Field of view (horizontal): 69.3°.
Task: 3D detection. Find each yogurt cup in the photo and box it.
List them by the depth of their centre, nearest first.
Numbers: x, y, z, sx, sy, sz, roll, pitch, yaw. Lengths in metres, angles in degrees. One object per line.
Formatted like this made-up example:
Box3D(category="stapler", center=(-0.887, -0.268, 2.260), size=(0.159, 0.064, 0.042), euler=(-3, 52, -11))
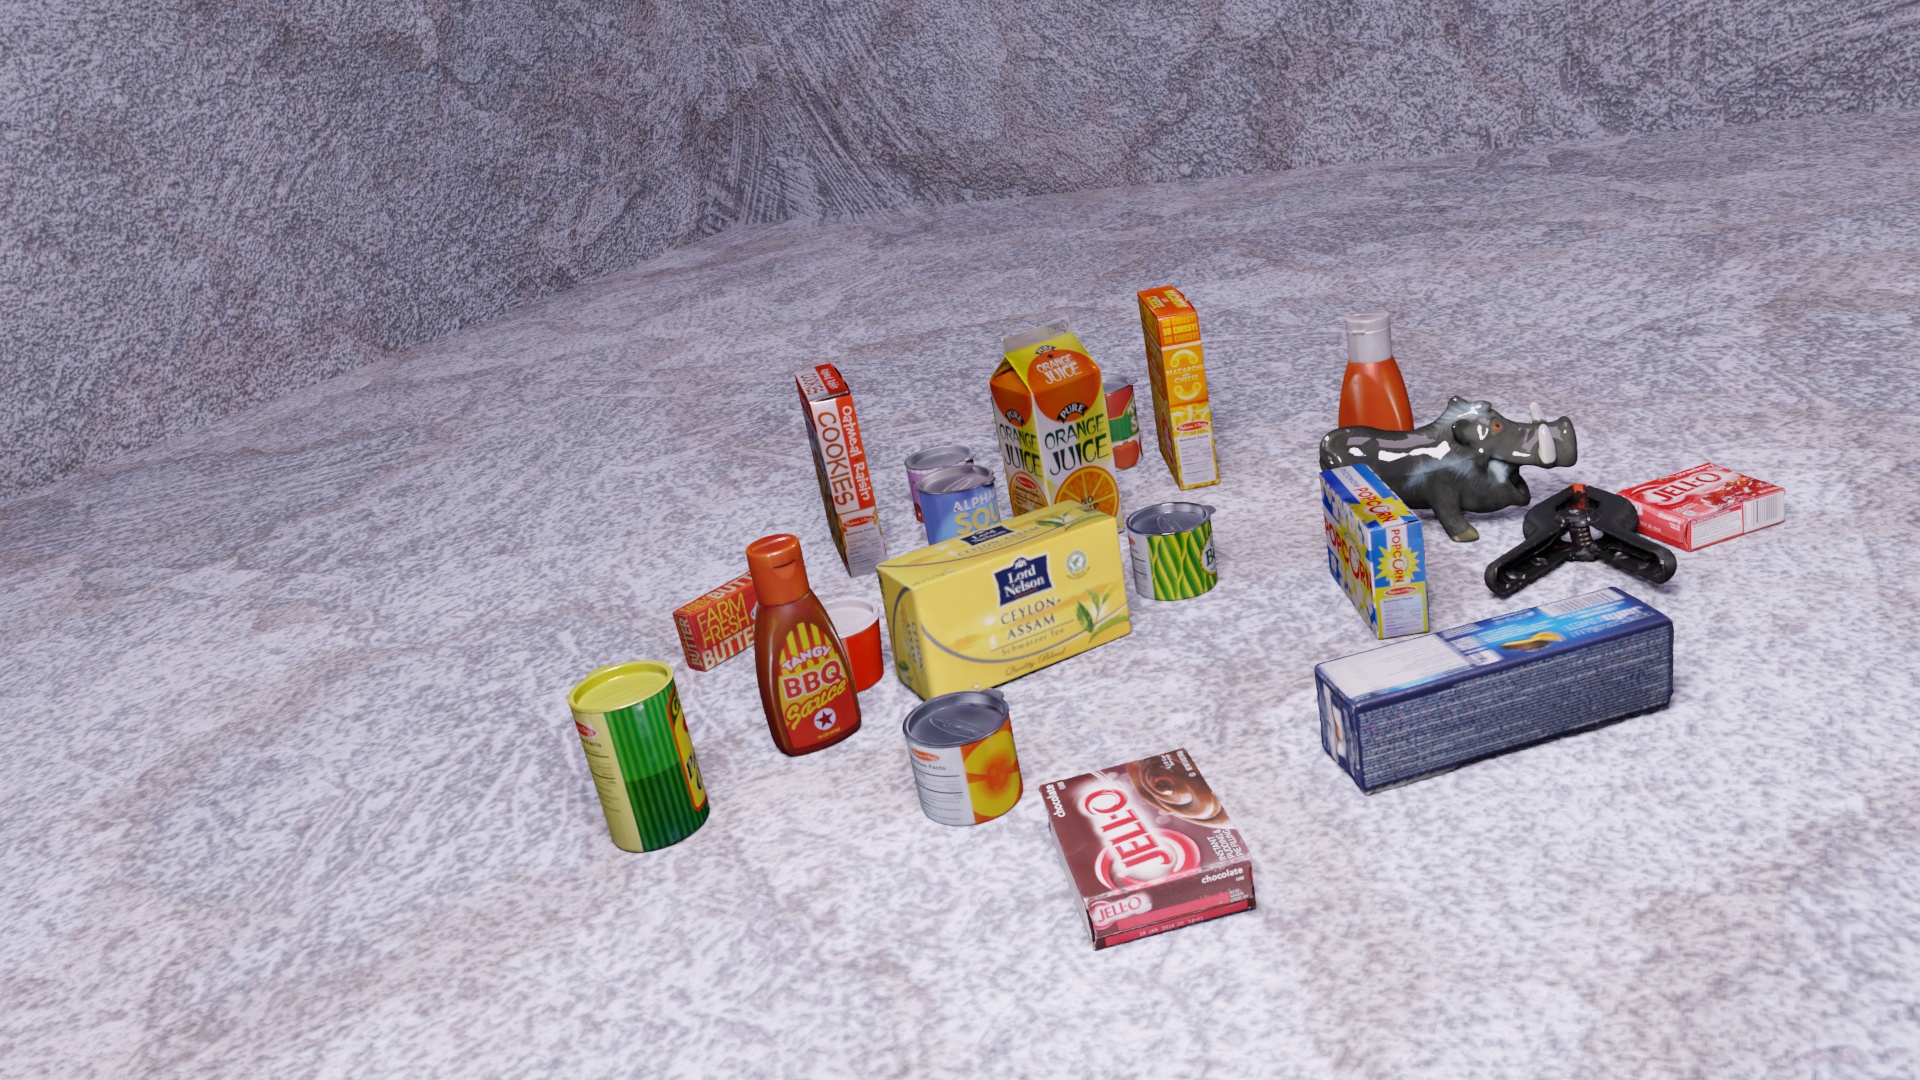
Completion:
Box3D(category="yogurt cup", center=(-0.089, 0.080, 1.036), size=(0.072, 0.053, 0.072), euler=(-9, 21, 4))

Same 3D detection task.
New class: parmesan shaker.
Box3D(category="parmesan shaker", center=(-0.204, 0.136, 0.884), size=(0.071, 0.102, 0.071), euler=(-10, 21, 4))

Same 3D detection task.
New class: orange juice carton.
Box3D(category="orange juice carton", center=(0.080, -0.091, 1.196), size=(0.072, 0.192, 0.073), euler=(-21, 23, -24))

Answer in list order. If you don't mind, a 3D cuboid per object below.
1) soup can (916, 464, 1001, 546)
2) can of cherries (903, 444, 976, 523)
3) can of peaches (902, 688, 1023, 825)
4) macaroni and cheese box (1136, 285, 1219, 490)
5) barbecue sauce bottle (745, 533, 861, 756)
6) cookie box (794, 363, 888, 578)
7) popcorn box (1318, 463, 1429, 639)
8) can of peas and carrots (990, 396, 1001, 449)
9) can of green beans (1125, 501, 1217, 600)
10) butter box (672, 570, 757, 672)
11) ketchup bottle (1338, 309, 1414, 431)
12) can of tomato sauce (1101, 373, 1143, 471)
Box3D(category="soup can", center=(0.004, -0.015, 1.190), size=(0.071, 0.083, 0.071), euler=(-9, 21, 4))
Box3D(category="can of cherries", center=(-0.014, -0.054, 1.331), size=(0.071, 0.058, 0.072), euler=(-9, 21, 4))
Box3D(category="can of peaches", center=(0.004, 0.132, 0.854), size=(0.071, 0.057, 0.071), euler=(-9, 21, 4))
Box3D(category="macaroni and cheese box", center=(0.205, -0.147, 1.311), size=(0.040, 0.165, 0.124), euler=(-10, 21, 2))
Box3D(category="barbecue sauce bottle", center=(-0.112, 0.069, 0.945), size=(0.065, 0.148, 0.044), euler=(-21, 23, -23))
Box3D(category="cookie box", center=(-0.108, -0.066, 1.258), size=(0.040, 0.166, 0.123), euler=(-14, 21, -9))
Box3D(category="popcorn box", center=(0.295, 0.005, 0.997), size=(0.038, 0.085, 0.127), euler=(-10, 21, 2))
Box3D(category="can of peas and carrots", center=(0.069, -0.132, 1.487), size=(0.071, 0.058, 0.071), euler=(-9, 21, 4))
Box3D(category="can of green beans", center=(0.166, 0.008, 1.089), size=(0.071, 0.057, 0.071), euler=(-9, 21, 4))
Box3D(category="butter box", center=(-0.182, 0.061, 1.131), size=(0.024, 0.053, 0.104), euler=(10, 29, 43))
Box3D(category="ketchup bottle", center=(0.357, -0.123, 1.202), size=(0.065, 0.148, 0.044), euler=(8, 28, 40))
Box3D(category="can of tomato sauce", center=(0.145, -0.116, 1.377), size=(0.071, 0.082, 0.071), euler=(-9, 21, 4))
